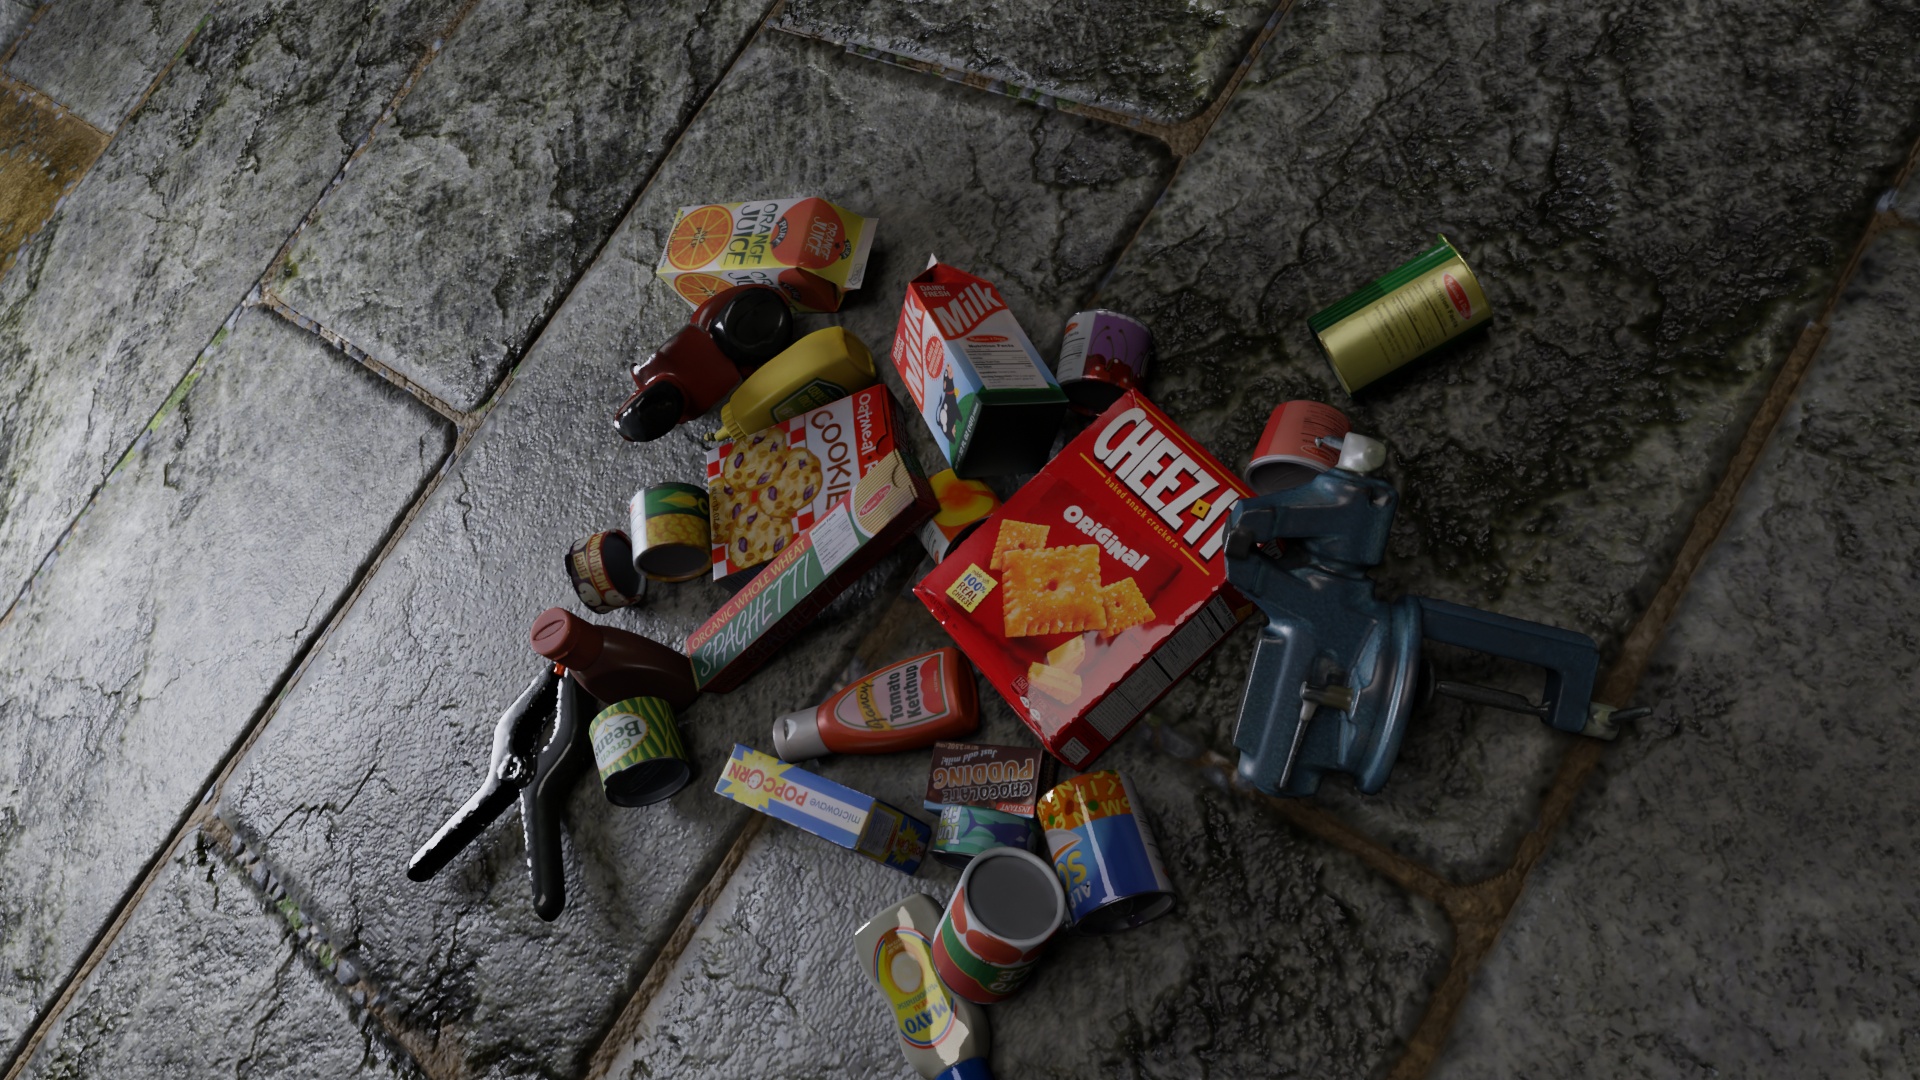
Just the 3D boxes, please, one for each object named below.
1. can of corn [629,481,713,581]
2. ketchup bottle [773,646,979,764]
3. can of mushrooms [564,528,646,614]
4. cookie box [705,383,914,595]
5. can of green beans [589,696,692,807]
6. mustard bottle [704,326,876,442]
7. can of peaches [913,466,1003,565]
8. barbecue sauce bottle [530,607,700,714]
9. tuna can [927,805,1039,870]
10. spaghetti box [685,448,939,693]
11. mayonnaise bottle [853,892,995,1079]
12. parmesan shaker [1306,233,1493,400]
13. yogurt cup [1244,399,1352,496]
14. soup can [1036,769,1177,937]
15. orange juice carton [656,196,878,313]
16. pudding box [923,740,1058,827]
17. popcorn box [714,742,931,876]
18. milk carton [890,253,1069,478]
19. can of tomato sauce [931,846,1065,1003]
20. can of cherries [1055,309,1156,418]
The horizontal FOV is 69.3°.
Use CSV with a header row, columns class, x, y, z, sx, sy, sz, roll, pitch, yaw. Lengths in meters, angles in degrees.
class,x,y,z,sx,sy,sz,roll,pitch,yaw
can of corn,-0.232,-0.006,1.132,0.071,0.071,0.058,-20,59,17
ketchup bottle,-0.061,0.125,0.993,0.148,0.043,0.065,-18,55,18
can of mushrooms,-0.291,0.024,1.142,0.033,0.071,0.071,-18,60,17
cookie box,-0.120,-0.040,1.106,0.167,0.040,0.123,-19,59,17
can of green beans,-0.243,0.160,1.053,0.071,0.071,0.058,-33,56,9
mustard bottle,-0.147,-0.117,1.147,0.160,0.065,0.049,-29,56,21
can of peaches,0.004,-0.013,1.016,0.071,0.071,0.058,-40,55,4
barbecue sauce bottle,-0.261,0.093,1.045,0.065,0.148,0.044,-28,58,13
tuna can,0.015,0.196,0.903,0.071,0.071,0.033,0,65,27
spaghetti box,-0.116,0.028,1.037,0.249,0.028,0.050,-40,53,24
mayonnaise bottle,-0.015,0.303,0.883,0.065,0.041,0.148,-33,55,7
parmesan shaker,0.293,-0.149,0.935,0.103,0.071,0.071,-29,57,12
yogurt cup,0.228,-0.057,0.926,0.072,0.072,0.054,6,61,29
soup can,0.087,0.196,0.868,0.071,0.071,0.084,-27,56,13
orange juice carton,-0.161,-0.246,1.209,0.192,0.073,0.072,3,68,28
pudding box,0.020,0.165,0.940,0.083,0.030,0.050,0,67,27
popcorn box,-0.094,0.185,0.954,0.127,0.085,0.038,15,75,31
milk carton,0.004,-0.136,1.050,0.073,0.072,0.191,-5,46,-26
can of tomato sauce,0.024,0.239,0.856,0.071,0.082,0.071,9,47,-9
can of cherries,0.108,-0.128,1.021,0.071,0.071,0.058,1,67,27
